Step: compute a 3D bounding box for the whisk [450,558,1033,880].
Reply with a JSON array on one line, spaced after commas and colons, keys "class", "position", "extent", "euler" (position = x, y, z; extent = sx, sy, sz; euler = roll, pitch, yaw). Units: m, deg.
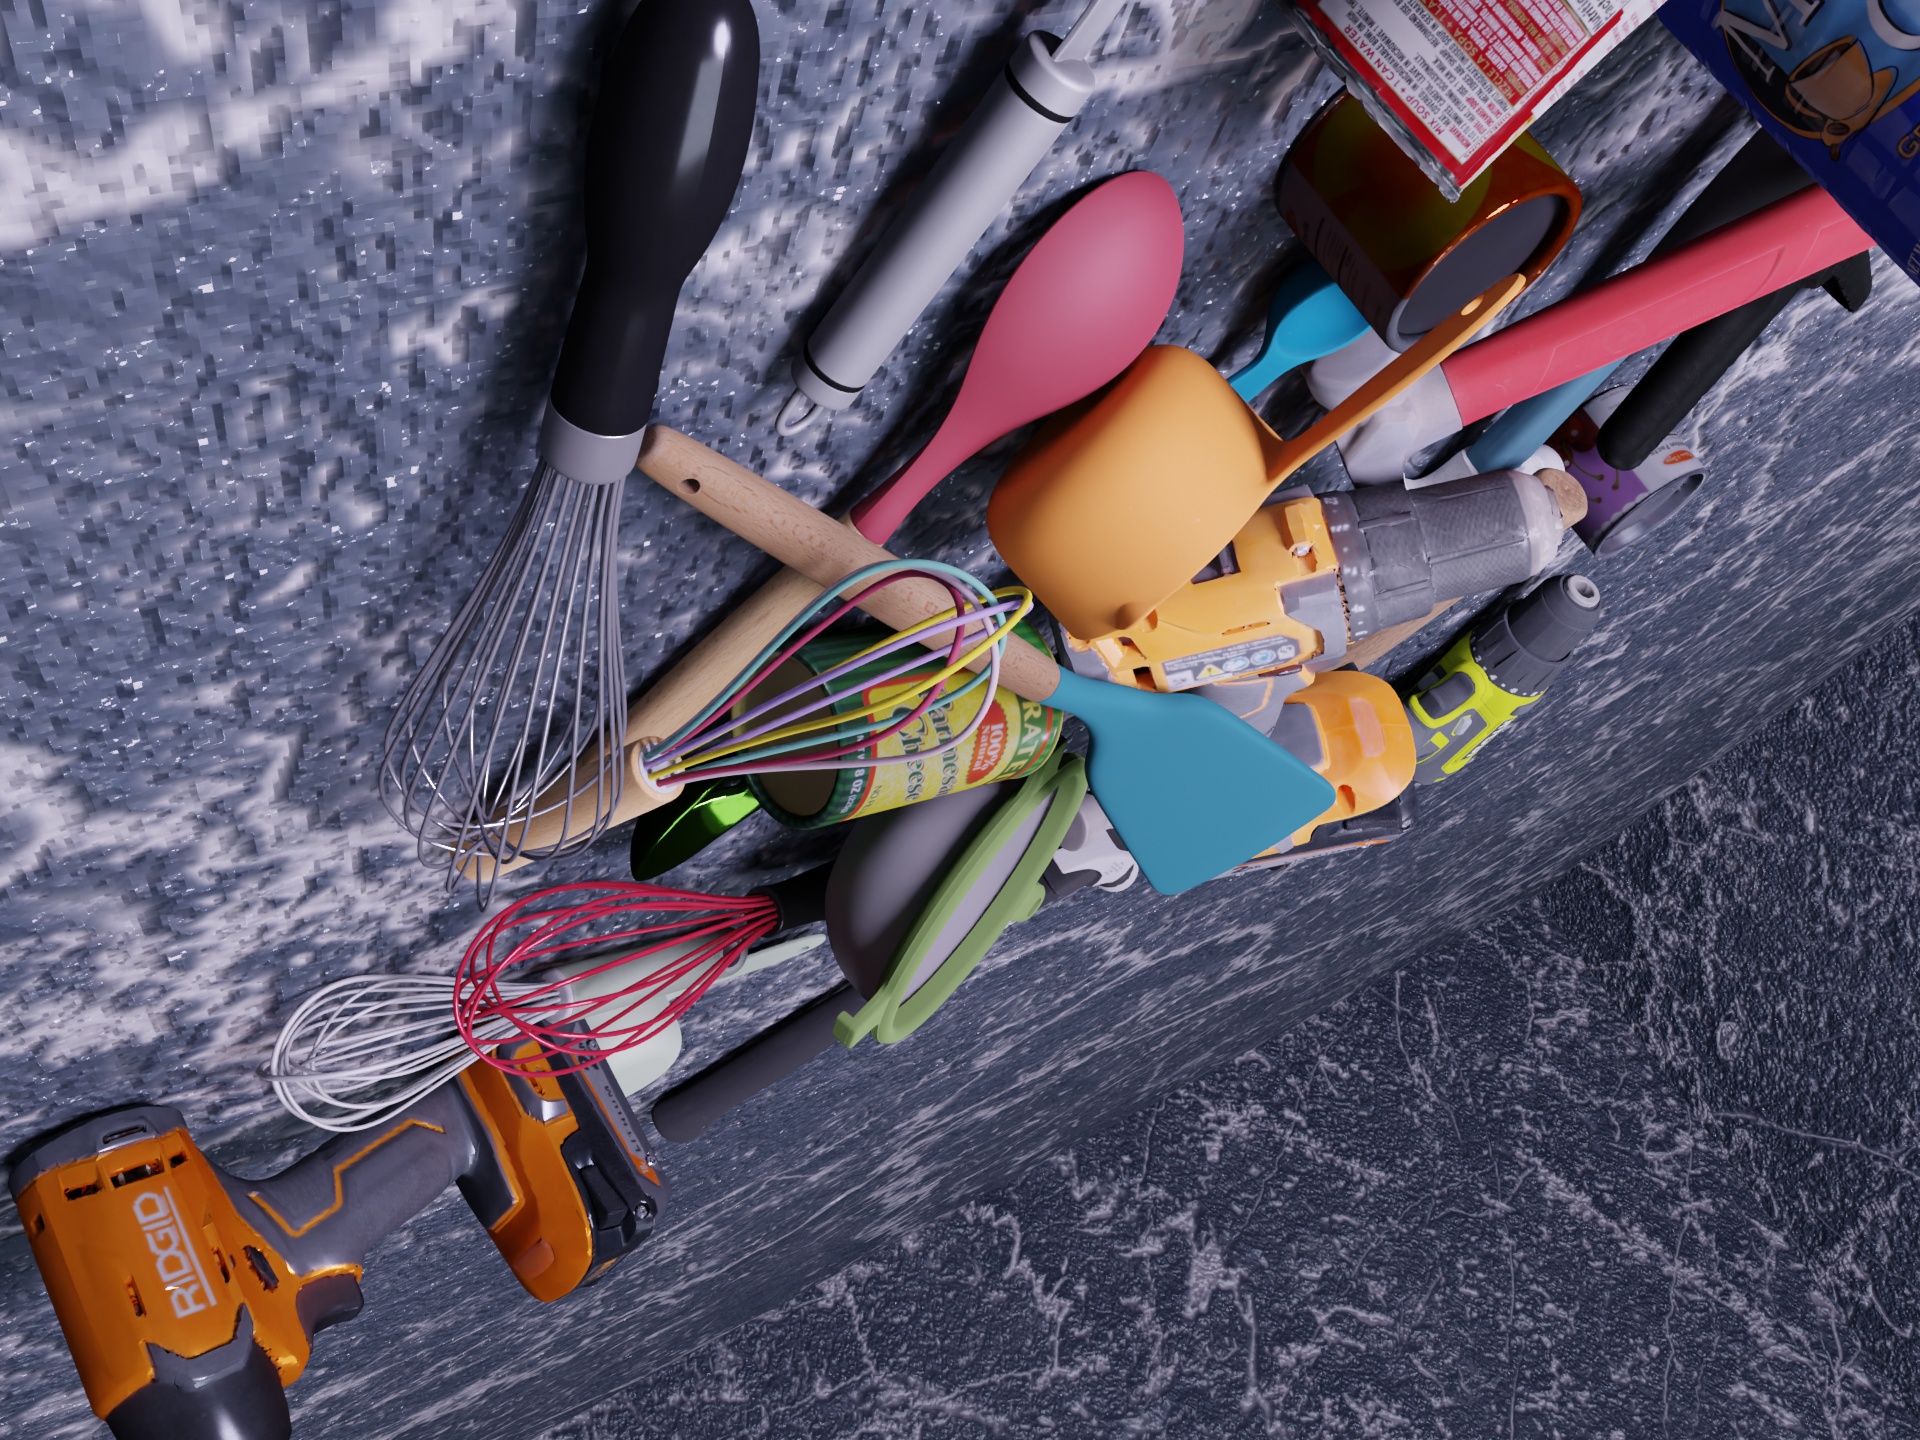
[{"class": "whisk", "position": [-0.078, 0.009, 0.474], "extent": [0.245, 0.047, 0.051], "euler": [-23, 139, 35]}]

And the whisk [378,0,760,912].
[{"class": "whisk", "position": [-0.096, -0.047, 0.386], "extent": [0.070, 0.070, 0.284], "euler": [-16, 149, -37]}]

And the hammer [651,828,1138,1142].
[{"class": "hammer", "position": [-0.045, 0.159, 0.967], "extent": [0.335, 0.035, 0.146], "euler": [-33, 161, 5]}]

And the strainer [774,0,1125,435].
[{"class": "strainer", "position": [0.027, -0.146, 0.347], "extent": [0.258, 0.050, 0.087], "euler": [-44, 171, 39]}]

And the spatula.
[{"class": "spatula", "position": [0.017, -0.014, 0.511], "extent": [0.082, 0.044, 0.317], "euler": [-33, 145, 23]}]

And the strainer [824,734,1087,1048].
[{"class": "strainer", "position": [-0.003, 0.068, 0.748], "extent": [0.151, 0.069, 0.256], "euler": [-55, 168, 0]}]

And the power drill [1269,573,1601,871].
[{"class": "power drill", "position": [0.283, -0.004, 0.993], "extent": [0.228, 0.080, 0.190], "euler": [-22, 158, -32]}]

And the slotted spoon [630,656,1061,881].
[{"class": "slotted spoon", "position": [-0.001, -0.002, 0.662], "extent": [0.313, 0.031, 0.070], "euler": [-19, 159, -34]}]

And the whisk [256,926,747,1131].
[{"class": "whisk", "position": [-0.179, 0.119, 0.675], "extent": [0.059, 0.058, 0.246], "euler": [-3, -177, 36]}]

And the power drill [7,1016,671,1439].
[{"class": "power drill", "position": [-0.233, 0.213, 0.638], "extent": [0.226, 0.164, 0.084], "euler": [-10, 151, -49]}]

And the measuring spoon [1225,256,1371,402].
[{"class": "measuring spoon", "position": [0.088, -0.117, 0.540], "extent": [0.042, 0.021, 0.128], "euler": [5, 149, -47]}]

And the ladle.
[{"class": "ladle", "position": [-0.048, -0.045, 0.495], "extent": [0.315, 0.031, 0.069], "euler": [-39, 159, 26]}]

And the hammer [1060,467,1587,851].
[{"class": "hammer", "position": [0.181, -0.025, 0.810], "extent": [0.130, 0.031, 0.331], "euler": [-17, 163, -40]}]

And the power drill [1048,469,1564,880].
[{"class": "power drill", "position": [0.145, -0.019, 0.653], "extent": [0.185, 0.084, 0.226], "euler": [-14, 151, 10]}]

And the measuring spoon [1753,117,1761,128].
[{"class": "measuring spoon", "position": [0.295, -0.237, 0.541], "extent": [0.034, 0.018, 0.124], "euler": [-32, 161, 2]}]

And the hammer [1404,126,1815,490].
[{"class": "hammer", "position": [0.276, -0.171, 0.625], "extent": [0.128, 0.033, 0.331], "euler": [-20, 161, -27]}]

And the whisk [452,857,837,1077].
[{"class": "whisk", "position": [-0.099, 0.088, 0.691], "extent": [0.073, 0.073, 0.295], "euler": [-44, 162, 31]}]

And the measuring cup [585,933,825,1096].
[{"class": "measuring cup", "position": [-0.137, 0.152, 0.808], "extent": [0.167, 0.038, 0.083], "euler": [-19, 157, -26]}]

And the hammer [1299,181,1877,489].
[{"class": "hammer", "position": [0.315, -0.170, 0.545], "extent": [0.386, 0.038, 0.143], "euler": [-23, 151, 17]}]

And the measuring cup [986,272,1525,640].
[{"class": "measuring cup", "position": [0.075, -0.091, 0.458], "extent": [0.173, 0.052, 0.095], "euler": [-35, -162, 42]}]
